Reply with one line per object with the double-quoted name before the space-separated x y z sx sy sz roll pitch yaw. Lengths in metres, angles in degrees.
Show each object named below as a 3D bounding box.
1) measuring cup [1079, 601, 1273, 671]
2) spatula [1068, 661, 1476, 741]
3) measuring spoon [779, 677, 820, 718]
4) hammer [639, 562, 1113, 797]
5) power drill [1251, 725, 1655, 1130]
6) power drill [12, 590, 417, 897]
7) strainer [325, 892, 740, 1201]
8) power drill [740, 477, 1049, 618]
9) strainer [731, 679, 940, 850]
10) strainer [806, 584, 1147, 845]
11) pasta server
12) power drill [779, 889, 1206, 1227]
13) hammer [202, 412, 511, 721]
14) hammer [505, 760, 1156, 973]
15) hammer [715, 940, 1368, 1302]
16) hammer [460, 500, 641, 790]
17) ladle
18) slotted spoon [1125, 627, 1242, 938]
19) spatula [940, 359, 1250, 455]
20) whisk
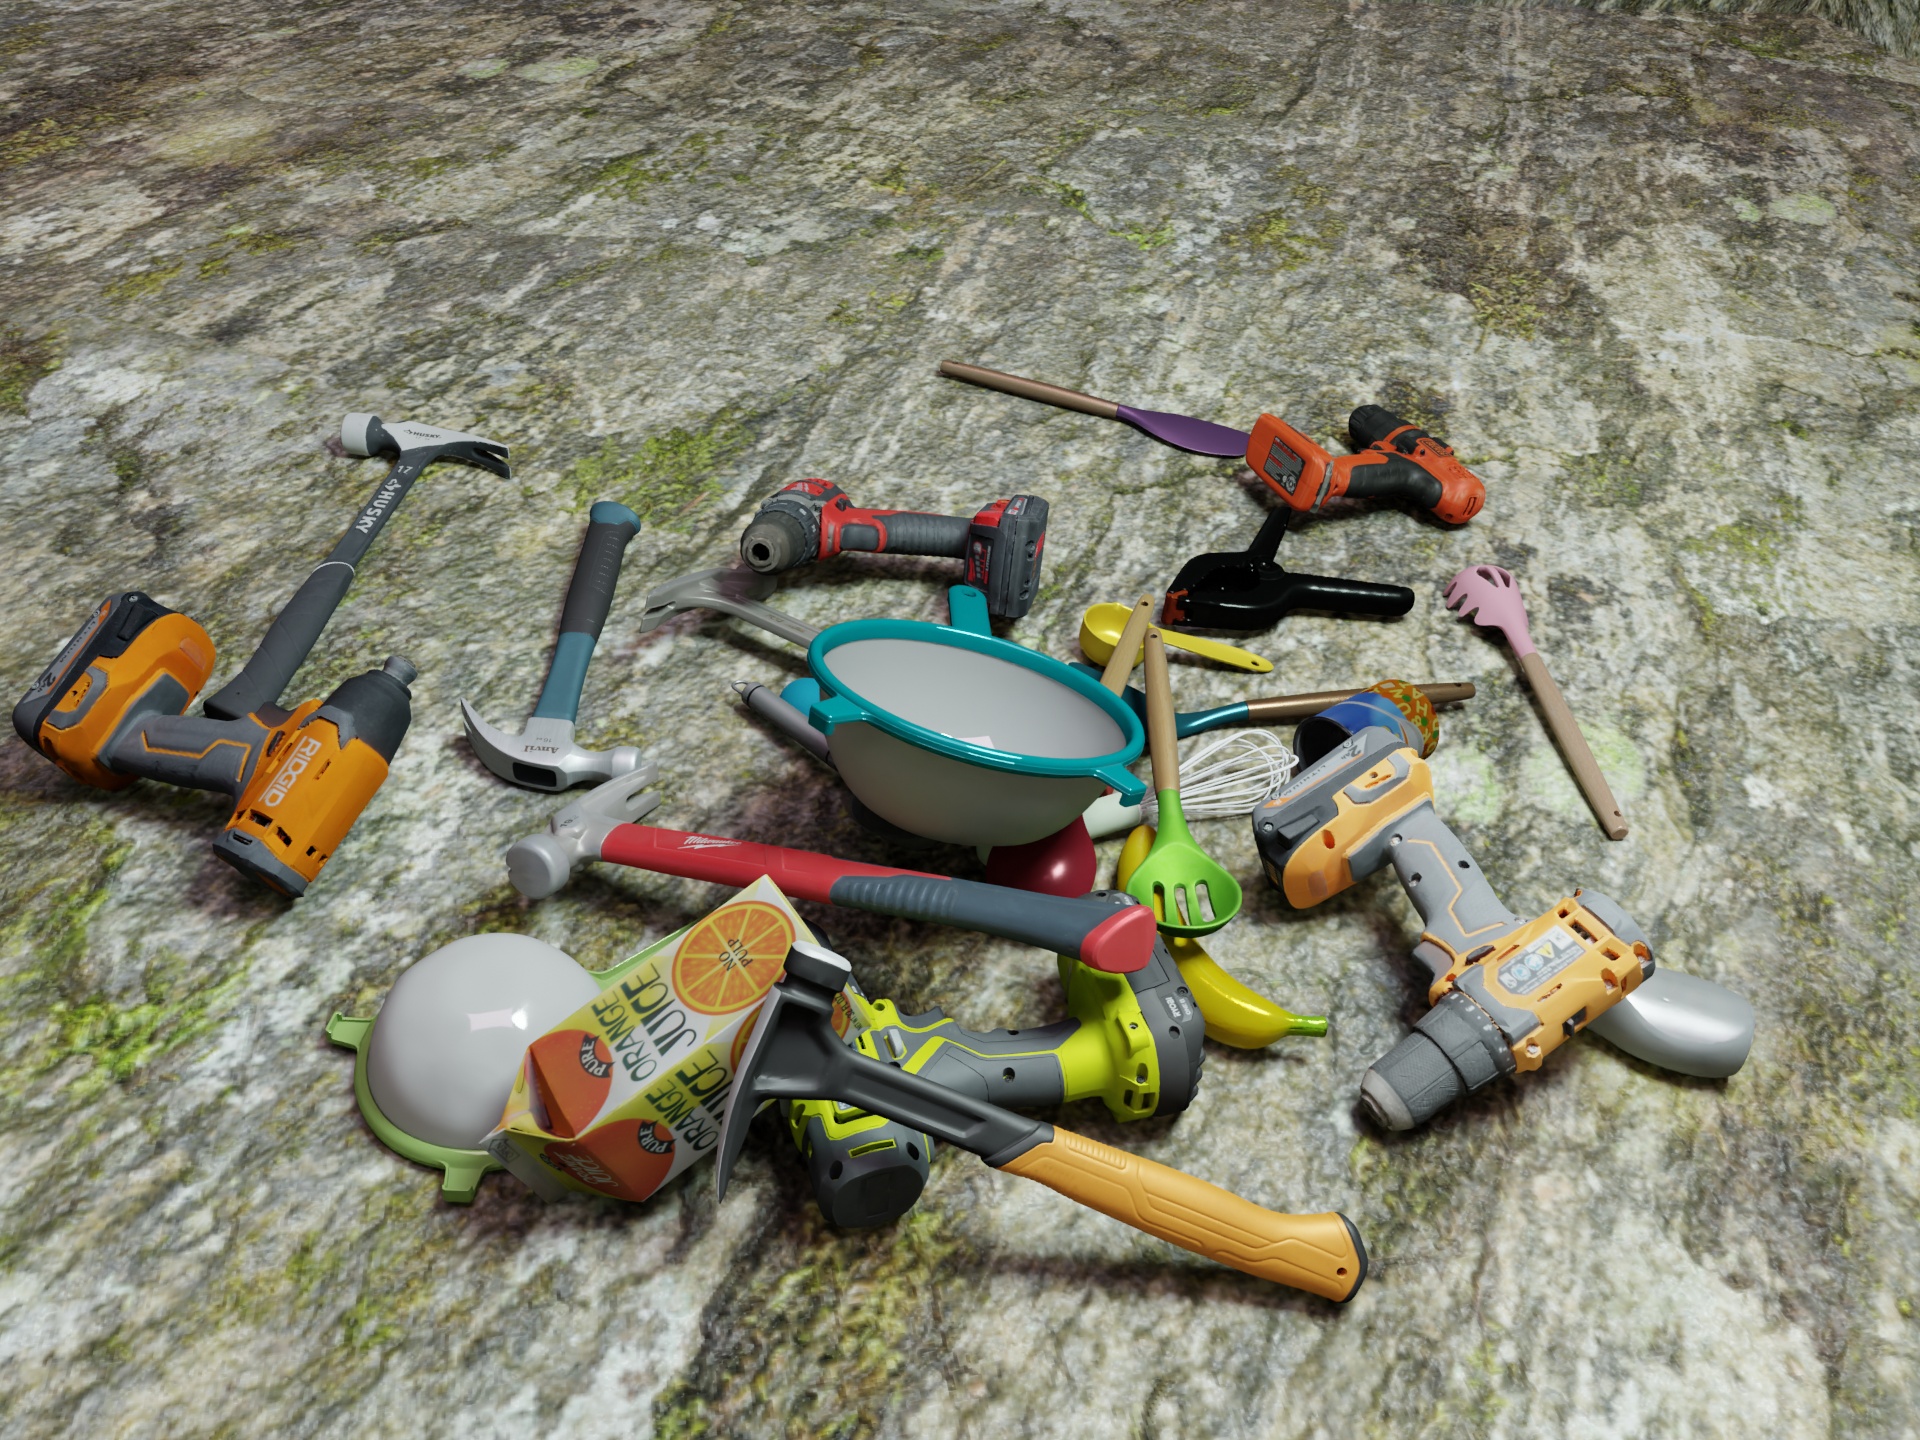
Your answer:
"measuring cup" 0.167 -0.052 1.239 0.156 0.029 0.062 14 38 -8
"spatula" 0.238 -0.017 1.178 0.317 0.044 0.082 -5 38 -11
"measuring spoon" -0.085 0.004 1.132 0.042 0.021 0.129 -24 46 -32
"hammer" -0.050 -0.030 1.148 0.359 0.036 0.149 25 25 18
"power drill" 0.270 0.126 0.966 0.185 0.084 0.226 -35 48 -7
"power drill" -0.463 0.000 1.014 0.226 0.084 0.164 22 67 18
"strainer" -0.220 0.146 0.905 0.256 0.069 0.152 -28 50 -32
"power drill" -0.053 -0.137 1.233 0.226 0.080 0.188 9 18 6
"strainer" -0.076 0.030 1.088 0.087 0.050 0.259 -28 46 -33
"strainer" -0.002 -0.003 1.038 0.211 0.095 0.341 14 19 -6
"pasta server" 0.449 -0.024 1.233 0.060 0.040 0.317 0 43 -7
"power drill" 0.004 0.170 0.900 0.228 0.080 0.191 -10 42 -15
"hammer" -0.473 -0.122 1.233 0.149 0.036 0.409 7 40 0
"hammer" -0.069 0.087 0.937 0.386 0.038 0.143 7 23 23
"hammer" 0.048 0.227 0.792 0.336 0.127 0.034 23 -4 -9
"hammer" -0.283 -0.066 1.188 0.128 0.033 0.331 4 39 -4
"ladle" 0.089 0.013 1.079 0.069 0.031 0.316 15 46 12
"slotted spoon" 0.138 0.034 1.056 0.070 0.031 0.314 -1 39 3
"spatula" 0.128 -0.305 1.542 0.316 0.018 0.060 18 42 13
"whisk" 0.123 0.057 1.083 0.246 0.058 0.059 -15 9 -19
